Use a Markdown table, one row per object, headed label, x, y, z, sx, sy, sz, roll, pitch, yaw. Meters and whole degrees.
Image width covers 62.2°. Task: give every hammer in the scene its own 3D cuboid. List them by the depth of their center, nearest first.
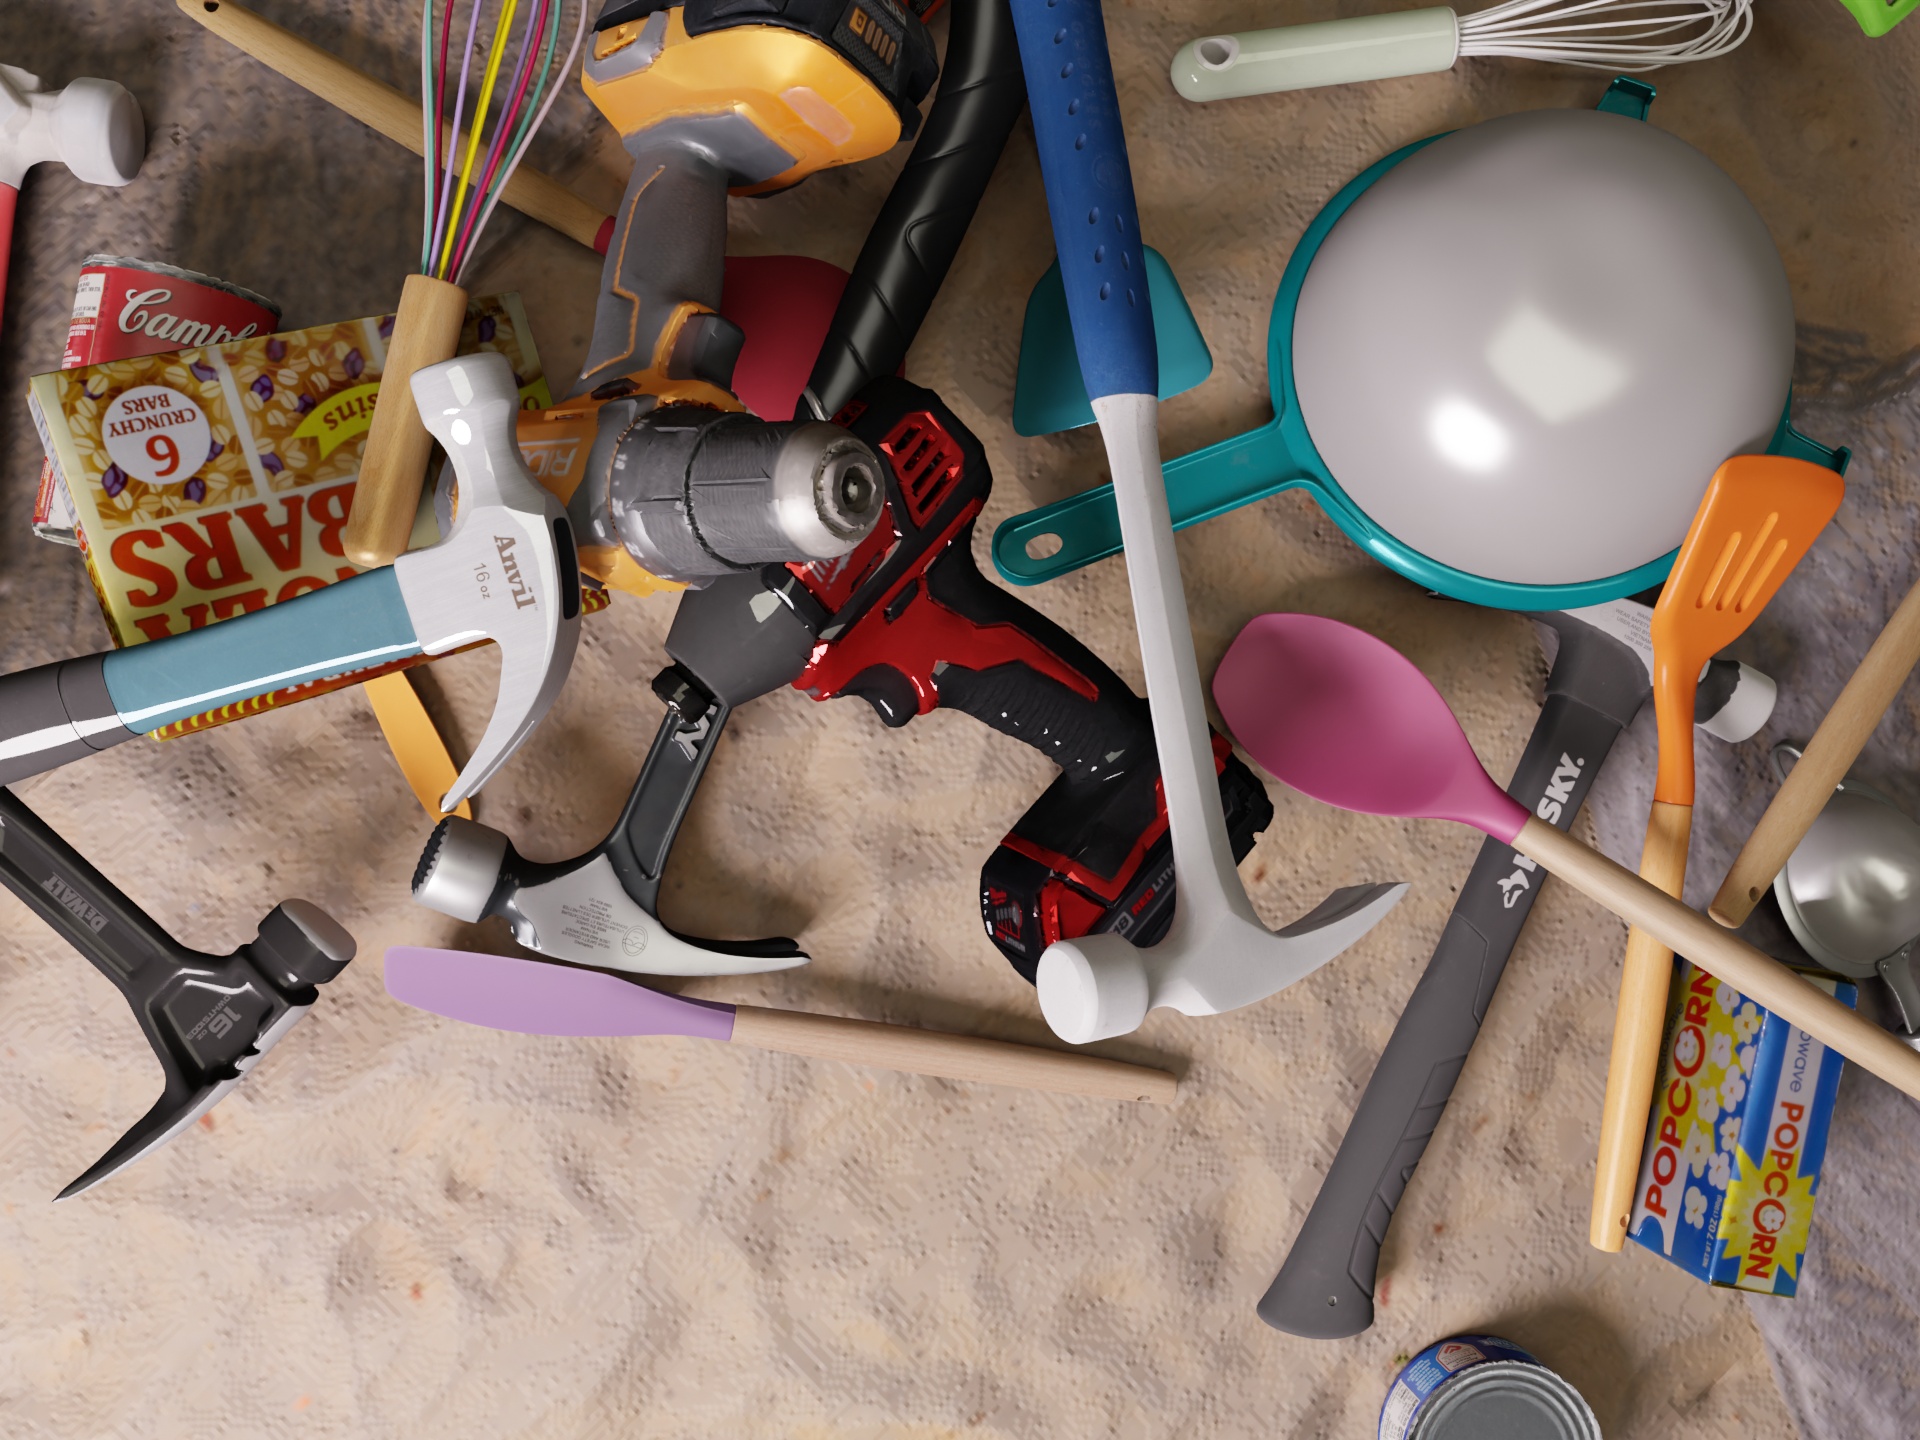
| label | x | y | z | sx | sy | sz | roll | pitch | yaw |
| --- | --- | --- | --- | --- | --- | --- | --- | --- | --- |
| hammer | -0.276 | -0.007 | 0.503 | 0.331 | 0.033 | 0.128 | -16 | 99 | 8 |
| hammer | -0.378 | 0.013 | 0.557 | 0.337 | 0.034 | 0.127 | 44 | 86 | -2 |
| hammer | 0.064 | -0.102 | 0.562 | 0.144 | 0.035 | 0.405 | -6 | 84 | -29 |
| hammer | -0.403 | -0.055 | 0.592 | 0.143 | 0.038 | 0.386 | 6 | 89 | -5 |
| hammer | -0.054 | -0.092 | 0.607 | 0.149 | 0.036 | 0.409 | 25 | 89 | -22 |
| hammer | 0.205 | 0.099 | 0.659 | 0.146 | 0.035 | 0.335 | 26 | 87 | -6 |

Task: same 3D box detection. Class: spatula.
| label | x | y | z | sx | sy | sz | roll | pitch | yaw |
| --- | --- | --- | --- | --- | --- | --- | --- | --- | --- |
| spatula | -0.065 | 0.125 | 0.629 | 0.316 | 0.059 | 0.018 | 10 | 51 | -10 |
| spatula | 0.287 | 0.058 | 0.630 | 0.081 | 0.041 | 0.322 | 3 | 97 | -32 |
| spatula | 0.030 | -0.273 | 0.637 | 0.082 | 0.044 | 0.317 | -14 | 89 | 21 |

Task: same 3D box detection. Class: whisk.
| label | x | y | z | sx | sy | sz | roll | pitch | yaw |
| --- | --- | --- | --- | --- | --- | --- | --- | --- | --- |
| whisk | -0.176 | -0.172 | 0.549 | 0.047 | 0.051 | 0.245 | 10 | 86 | 37 |
| whisk | 0.208 | -0.283 | 0.657 | 0.246 | 0.059 | 0.058 | -8 | 72 | -1 |

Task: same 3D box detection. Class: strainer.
| label | x | y | z | sx | sy | sz | roll | pitch | yaw |
| --- | --- | --- | --- | --- | --- | --- | --- | --- | --- |
| strainer | 0.171 | -0.132 | 0.608 | 0.340 | 0.095 | 0.211 | -21 | 79 | -4 |
| strainer | 0.412 | 0.128 | 0.681 | 0.087 | 0.050 | 0.258 | -24 | 96 | -20 |

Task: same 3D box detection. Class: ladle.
| label | x | y | z | sx | sy | sz | roll | pitch | yaw |
| --- | --- | --- | --- | --- | --- | --- | --- | --- | --- |
| ladle | -0.163 | -0.206 | 0.625 | 0.315 | 0.031 | 0.069 | 29 | 85 | -4 |
| ladle | 0.399 | -0.042 | 0.645 | 0.078 | 0.062 | 0.320 | 44 | 75 | -15 |

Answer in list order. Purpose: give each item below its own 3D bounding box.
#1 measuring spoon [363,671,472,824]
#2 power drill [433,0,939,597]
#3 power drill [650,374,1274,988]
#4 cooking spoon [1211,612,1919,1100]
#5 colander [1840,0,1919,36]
| label | x | y | z | sx | sy | sz | roll | pitch | yaw |
| --- | --- | --- | --- | --- | --- | --- | --- | --- | --- |
| measuring spoon | -0.220 | -0.007 | 0.626 | 0.021 | 0.011 | 0.117 | -24 | 96 | 12 |
| power drill | -0.078 | -0.148 | 0.531 | 0.084 | 0.185 | 0.226 | 28 | 74 | -47 |
| power drill | -0.001 | -0.002 | 0.585 | 0.143 | 0.078 | 0.219 | -48 | 109 | -11 |
| cooking spoon | 0.239 | 0.056 | 0.613 | 0.319 | 0.017 | 0.069 | 34 | 97 | 15 |
| colander | 0.243 | -0.432 | 0.639 | 0.204 | 0.094 | 0.397 | -41 | 98 | -5 |
